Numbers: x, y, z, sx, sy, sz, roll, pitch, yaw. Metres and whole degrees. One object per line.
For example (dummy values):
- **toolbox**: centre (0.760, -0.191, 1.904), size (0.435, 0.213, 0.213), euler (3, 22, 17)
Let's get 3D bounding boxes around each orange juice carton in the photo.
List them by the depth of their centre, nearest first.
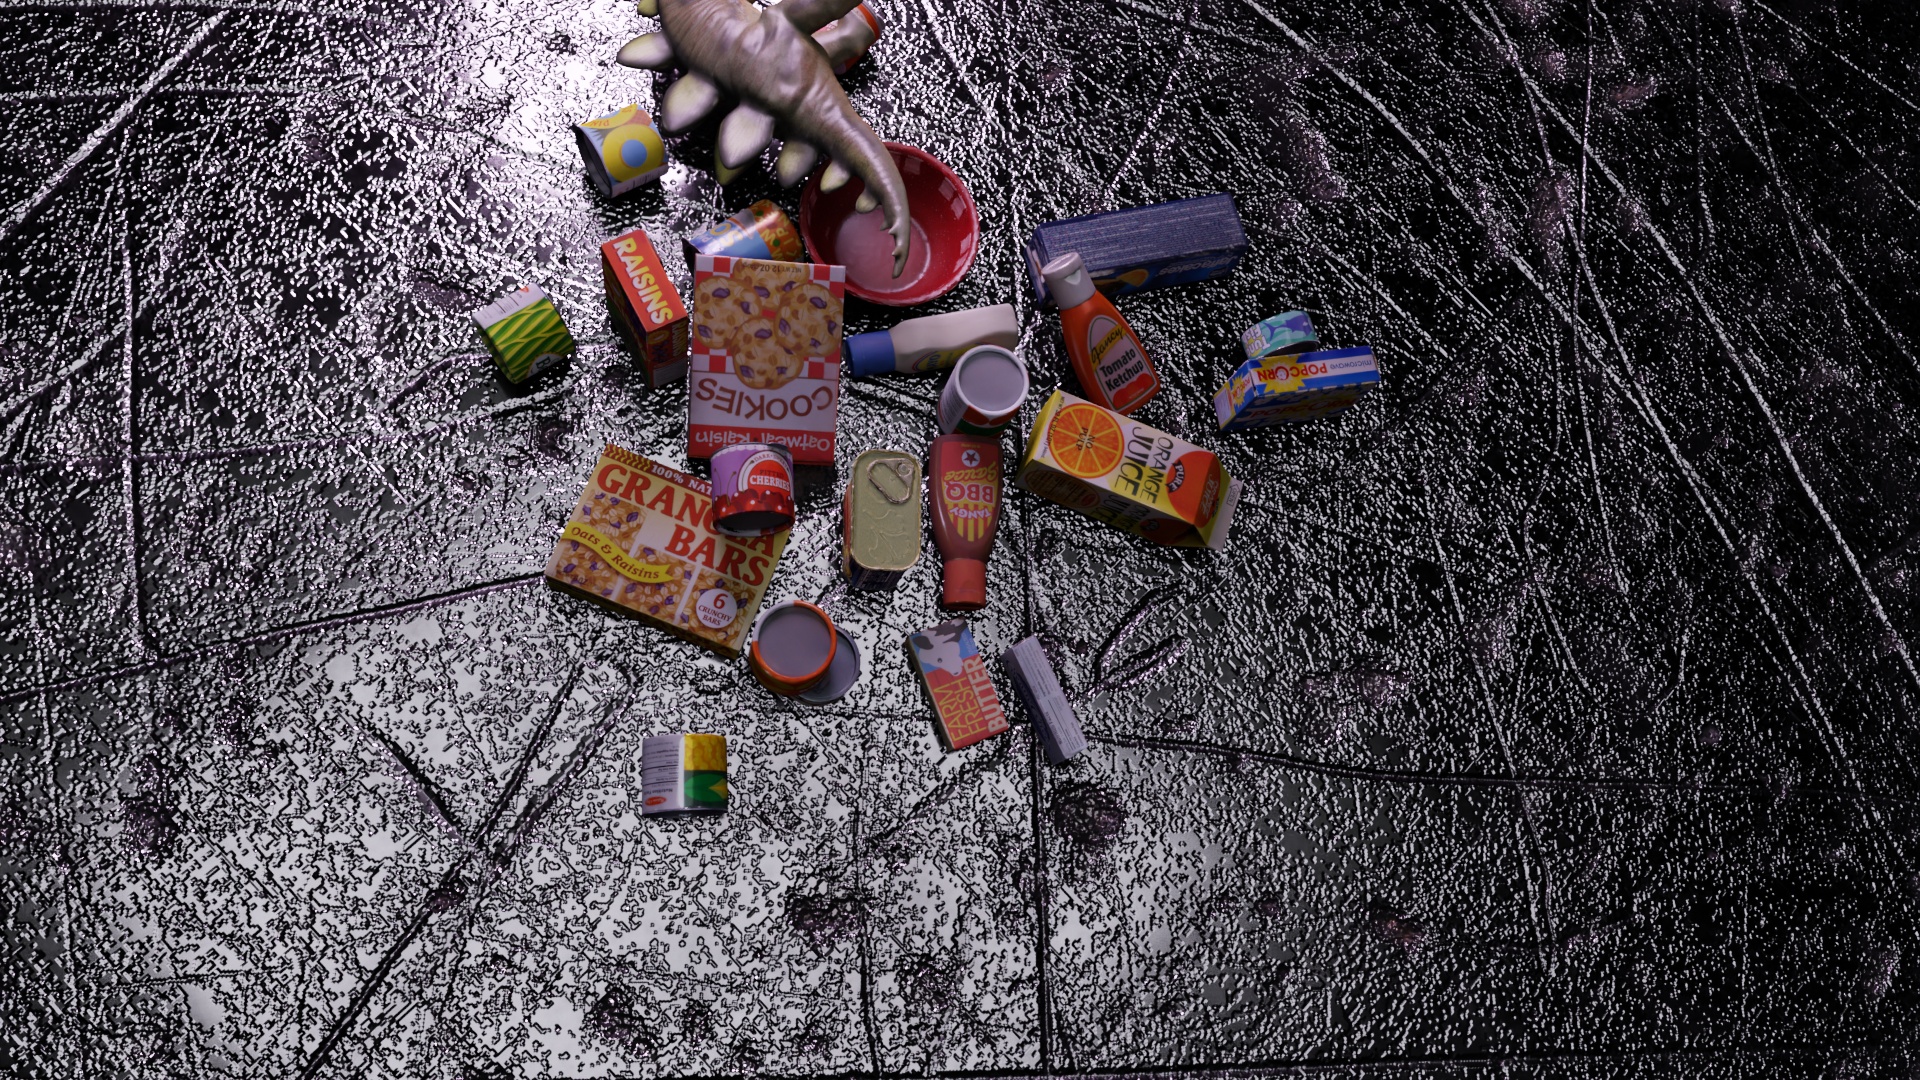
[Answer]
- **orange juice carton**: centre (0.152, -0.055, 1.220), size (0.193, 0.072, 0.072), euler (21, 71, -6)

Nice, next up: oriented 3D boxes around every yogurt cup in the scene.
- **yogurt cup**: centre (-0.114, -0.472, 1.289), size (0.072, 0.072, 0.054), euler (34, 78, -1)

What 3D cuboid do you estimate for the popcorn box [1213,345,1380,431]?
- **popcorn box**: centre (0.307, -0.138, 1.271), size (0.127, 0.085, 0.038), euler (-8, 75, -14)

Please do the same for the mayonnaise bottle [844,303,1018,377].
- **mayonnaise bottle**: centre (-0.026, -0.173, 1.223), size (0.148, 0.064, 0.041), euler (-12, 75, -11)

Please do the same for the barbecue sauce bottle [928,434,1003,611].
- **barbecue sauce bottle**: centre (0.004, -0.015, 1.191), size (0.065, 0.043, 0.149), euler (4, 74, -12)

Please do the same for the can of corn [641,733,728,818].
- **can of corn**: centre (-0.212, 0.183, 1.076), size (0.071, 0.071, 0.058), euler (0, 74, -12)

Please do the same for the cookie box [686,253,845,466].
- **cookie box**: centre (-0.163, -0.150, 1.161), size (0.123, 0.040, 0.167), euler (3, 100, -11)

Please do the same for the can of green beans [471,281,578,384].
- **can of green beans**: centre (-0.360, -0.170, 1.145), size (0.058, 0.071, 0.071), euler (-34, 84, -18)

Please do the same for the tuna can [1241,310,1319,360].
- **tuna can**: centre (0.295, -0.184, 1.292), size (0.071, 0.071, 0.033), euler (-14, 77, -16)

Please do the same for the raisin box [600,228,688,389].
- **raisin box**: centre (-0.258, -0.188, 1.142), size (0.040, 0.123, 0.086), euler (-26, 81, -17)

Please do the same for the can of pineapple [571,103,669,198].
- **can of pineapple**: centre (-0.295, -0.341, 1.208), size (0.058, 0.070, 0.071), euler (-30, 82, -19)

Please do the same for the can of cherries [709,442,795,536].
- **can of cherries**: centre (-0.164, -0.040, 1.105), size (0.071, 0.071, 0.058), euler (-1, 71, -12)

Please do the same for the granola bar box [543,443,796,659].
- **granola bar box**: centre (-0.235, 0.009, 1.134), size (0.165, 0.039, 0.124), euler (22, 70, -5)

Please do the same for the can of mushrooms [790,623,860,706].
- **can of mushrooms**: centre (-0.119, 0.101, 1.136), size (0.071, 0.033, 0.071), euler (3, 74, -11)

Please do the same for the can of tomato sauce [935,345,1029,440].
- **can of tomato sauce**: centre (0.020, -0.125, 1.206), size (0.071, 0.083, 0.071), euler (3, 74, -11)

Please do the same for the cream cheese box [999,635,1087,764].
- **cream cheese box**: centre (0.069, 0.133, 1.157), size (0.024, 0.053, 0.104), euler (-23, 80, -15)

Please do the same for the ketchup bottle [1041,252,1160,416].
- **ketchup bottle**: centre (0.120, -0.182, 1.233), size (0.065, 0.043, 0.148), euler (-35, 112, -10)

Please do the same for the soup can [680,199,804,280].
- **soup can**: centre (-0.189, -0.250, 1.204), size (0.084, 0.071, 0.071), euler (-36, 84, -20)

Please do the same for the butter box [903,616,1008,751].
- **butter box**: centre (-0.003, 0.120, 1.160), size (0.053, 0.024, 0.103), euler (-20, 79, -16)

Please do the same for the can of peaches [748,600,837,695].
- **can of peaches**: centre (-0.130, 0.086, 1.088), size (0.071, 0.058, 0.071), euler (3, 73, -10)
